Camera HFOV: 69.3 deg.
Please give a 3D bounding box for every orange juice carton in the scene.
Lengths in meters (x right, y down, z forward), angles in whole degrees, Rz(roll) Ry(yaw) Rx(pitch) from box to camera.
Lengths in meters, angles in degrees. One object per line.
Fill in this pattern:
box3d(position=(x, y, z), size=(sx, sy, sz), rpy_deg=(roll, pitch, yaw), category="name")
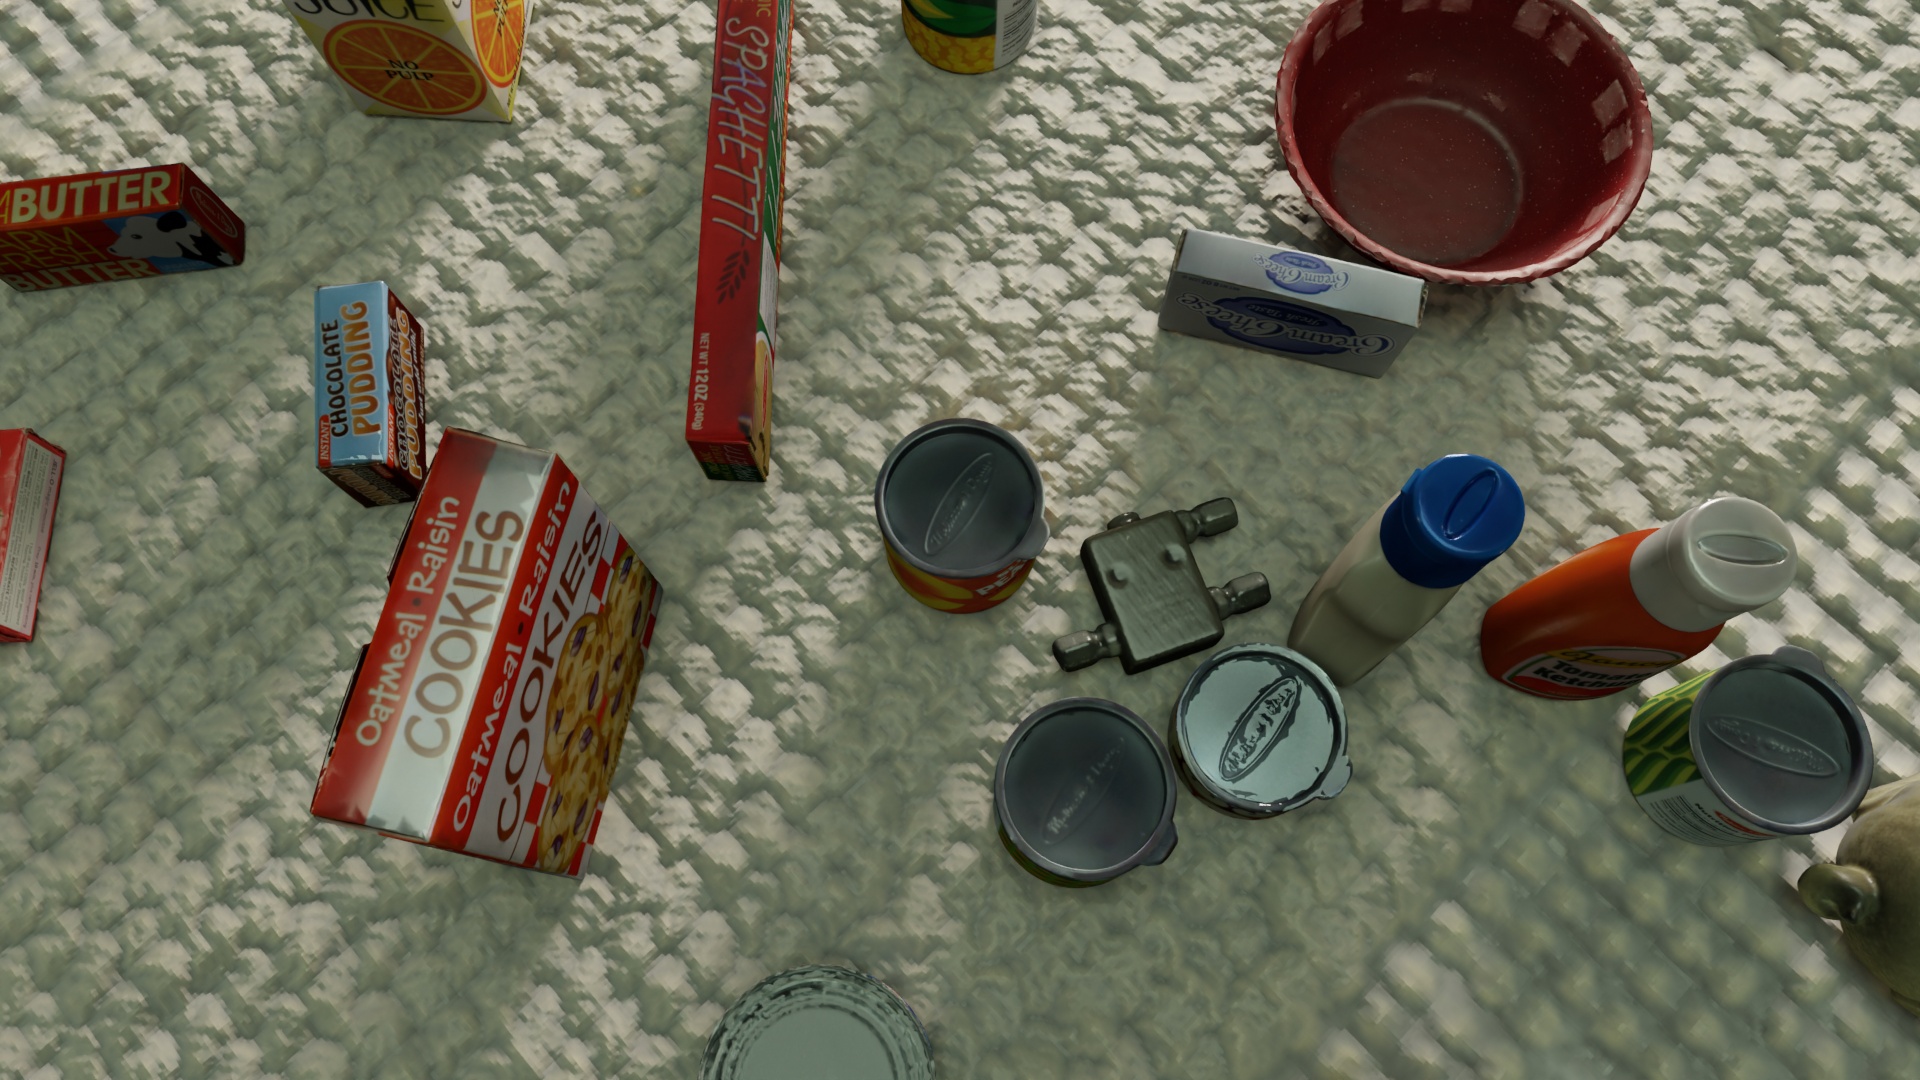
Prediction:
box3d(position=(-0.244, -0.259, 0.573), size=(0.073, 0.192, 0.072), rpy_deg=(4, 73, 1), category="orange juice carton")

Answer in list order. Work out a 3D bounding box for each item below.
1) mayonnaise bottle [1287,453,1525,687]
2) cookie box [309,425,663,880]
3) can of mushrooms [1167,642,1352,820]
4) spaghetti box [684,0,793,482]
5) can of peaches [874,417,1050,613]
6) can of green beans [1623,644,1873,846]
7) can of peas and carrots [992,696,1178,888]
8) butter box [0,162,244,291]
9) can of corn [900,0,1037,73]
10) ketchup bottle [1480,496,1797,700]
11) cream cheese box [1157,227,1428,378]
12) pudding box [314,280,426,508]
box3d(position=(0.161, 0.011, 0.509), size=(0.041, 0.147, 0.065), rpy_deg=(37, 76, 11), category="mayonnaise bottle")
box3d(position=(-0.155, 0.049, 0.487), size=(0.040, 0.167, 0.123), rpy_deg=(11, 73, 4), category="cookie box")
box3d(position=(0.118, 0.077, 0.547), size=(0.071, 0.033, 0.071), rpy_deg=(0, 72, 0), category="can of mushrooms")
box3d(position=(-0.095, -0.150, 0.612), size=(0.029, 0.050, 0.251), rpy_deg=(0, 72, 0), category="spaghetti box")
box3d(position=(0.002, -0.007, 0.562), size=(0.071, 0.058, 0.071), rpy_deg=(0, 72, 0), category="can of peaches")
box3d(position=(0.299, 0.082, 0.533), size=(0.071, 0.057, 0.071), rpy_deg=(0, 72, 0), category="can of green beans")
box3d(position=(0.047, 0.099, 0.528), size=(0.071, 0.058, 0.071), rpy_deg=(0, 72, 0), category="can of peas and carrots")
box3d(position=(-0.377, -0.136, 0.607), size=(0.103, 0.053, 0.024), rpy_deg=(-7, 73, -2), category="butter box")
box3d(position=(0.002, -0.262, 0.644), size=(0.071, 0.058, 0.071), rpy_deg=(0, 72, 0), category="can of corn")
box3d(position=(0.244, 0.023, 0.504), size=(0.065, 0.148, 0.043), rpy_deg=(6, 73, 2), category="ketchup bottle")
box3d(position=(0.140, -0.101, 0.594), size=(0.104, 0.053, 0.024), rpy_deg=(14, 73, 4), category="cream cheese box")
box3d(position=(-0.248, -0.062, 0.585), size=(0.030, 0.049, 0.084), rpy_deg=(-8, 72, -2), category="pudding box")
